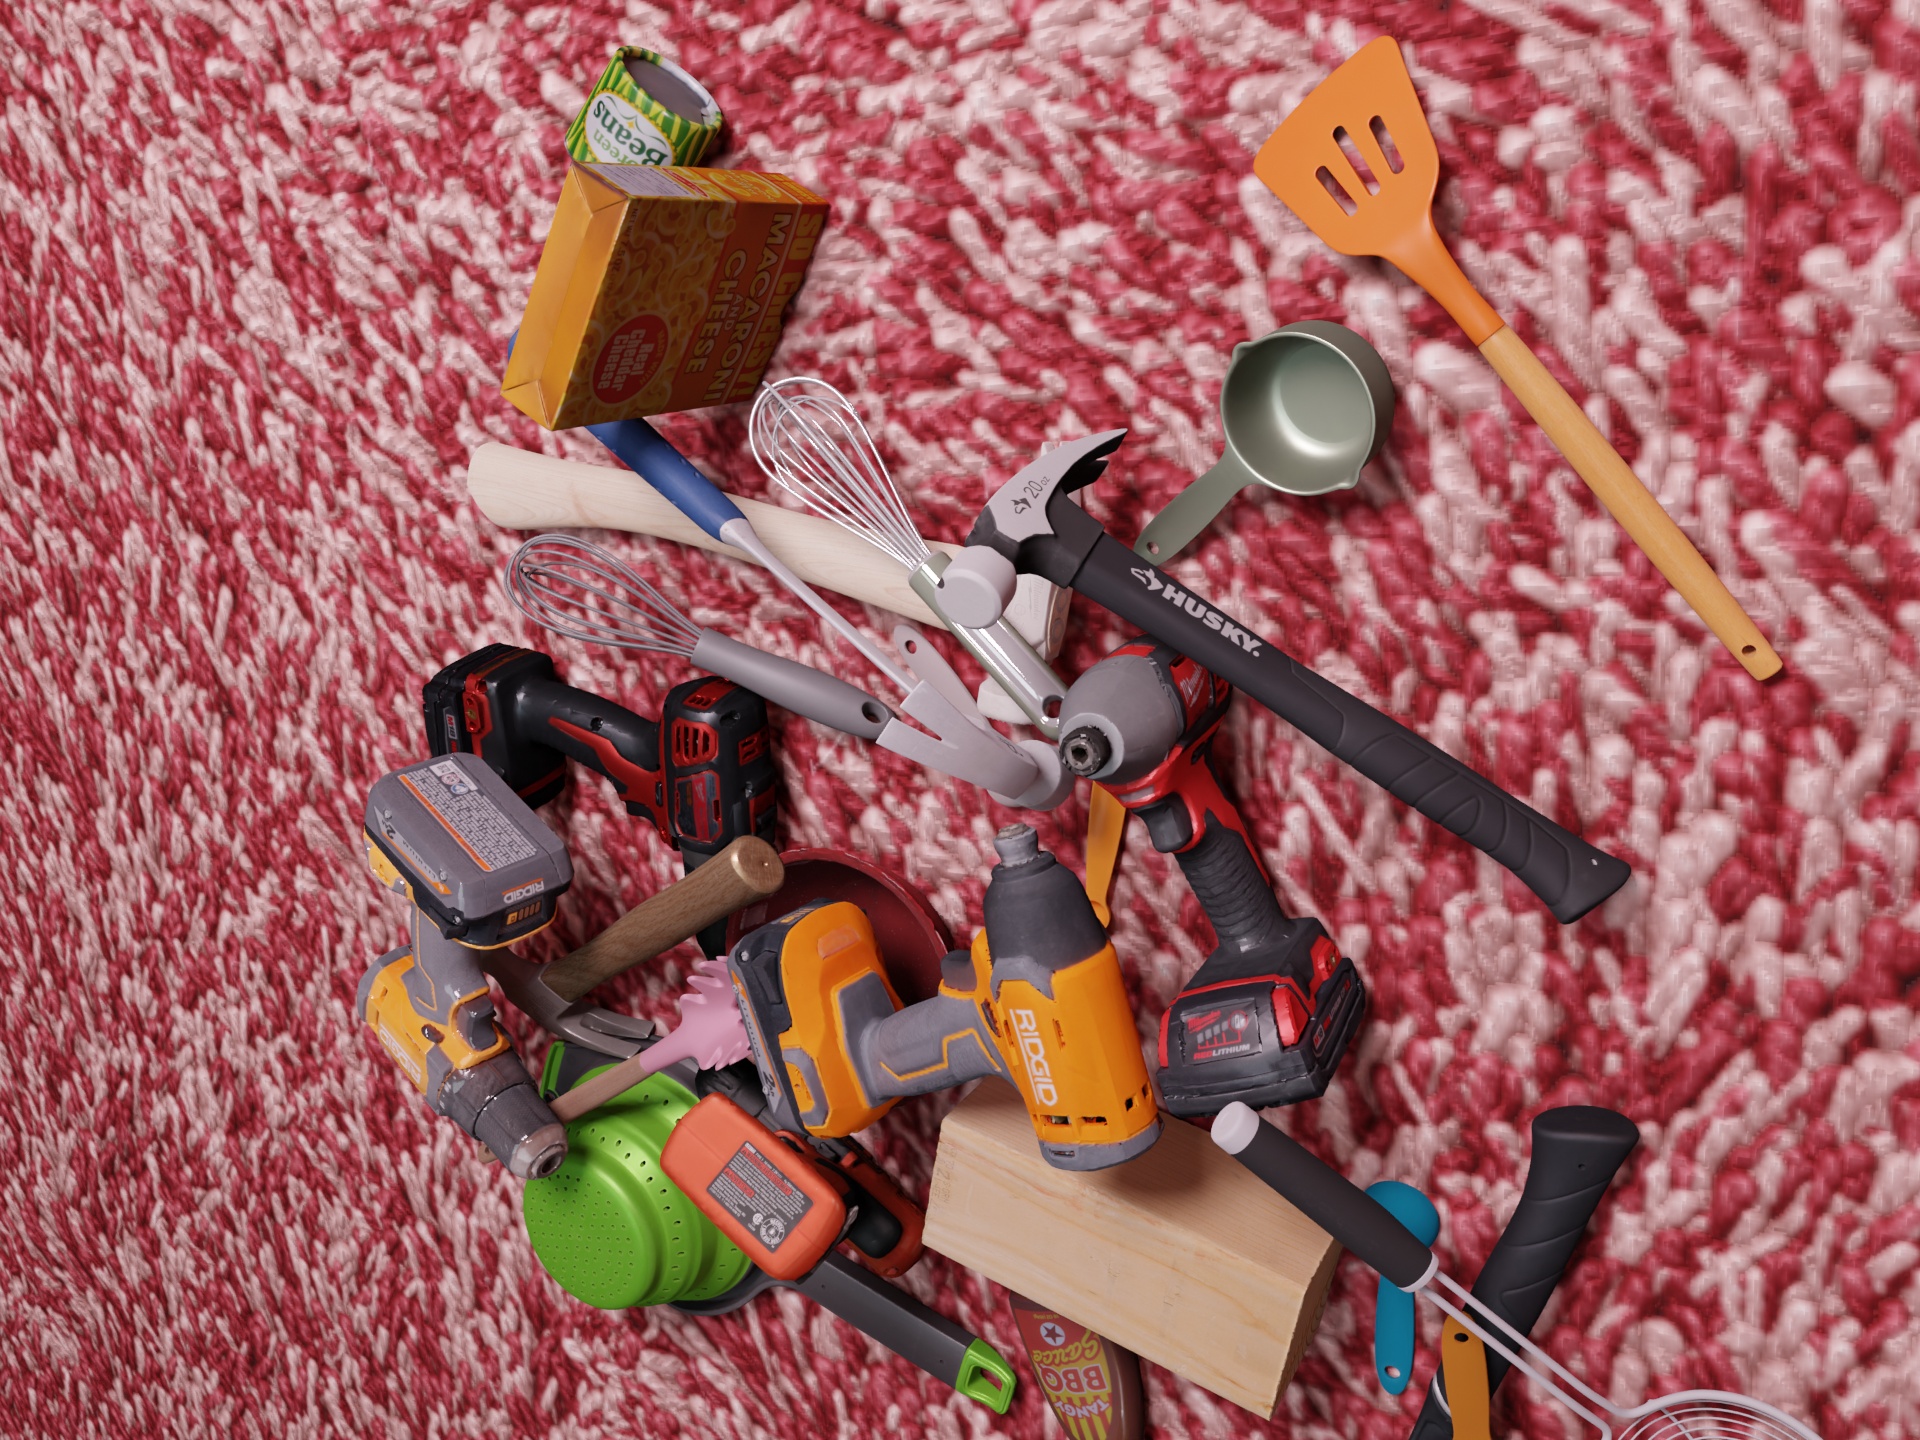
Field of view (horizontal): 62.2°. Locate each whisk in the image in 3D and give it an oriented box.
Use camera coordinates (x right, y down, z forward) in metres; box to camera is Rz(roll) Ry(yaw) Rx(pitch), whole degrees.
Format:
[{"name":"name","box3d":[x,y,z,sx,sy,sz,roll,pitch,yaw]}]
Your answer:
[{"name":"whisk","box3d":[-0.146,-0.044,0.901,0.239,0.055,0.055,24,117,-3]},{"name":"whisk","box3d":[-0.022,-0.084,0.806,0.058,0.059,0.246,-42,79,0]}]

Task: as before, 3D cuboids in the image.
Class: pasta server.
[{"name":"pasta server","box3d":[-0.214,0.220,0.979,0.316,0.040,0.060,-33,70,33]}]

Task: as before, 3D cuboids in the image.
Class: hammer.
[{"name":"hammer","box3d":[-0.112,-0.094,0.821,0.406,0.144,0.035,42,99,26]},{"name":"hammer","box3d":[0.158,-0.013,0.725,0.335,0.146,0.035,33,137,1]},{"name":"hammer","box3d":[-0.197,0.135,0.966,0.130,0.031,0.331,43,140,-14]},{"name":"hammer","box3d":[-0.122,-0.118,0.904,0.411,0.038,0.146,16,106,27]},{"name":"hammer","box3d":[0.253,0.370,0.823,0.149,0.036,0.408,21,112,12]}]

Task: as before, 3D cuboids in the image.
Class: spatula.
[{"name":"spatula","box3d":[0.248,-0.149,0.689,0.081,0.041,0.322,-40,87,33]}]

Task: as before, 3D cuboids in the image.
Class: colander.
[{"name":"colander","box3d":[-0.152,0.350,1.026,0.397,0.094,0.204,24,115,23]}]

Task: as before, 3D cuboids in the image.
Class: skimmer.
[{"name":"skimmer","box3d":[0.260,0.300,0.720,0.363,0.090,0.127,39,100,-10]}]

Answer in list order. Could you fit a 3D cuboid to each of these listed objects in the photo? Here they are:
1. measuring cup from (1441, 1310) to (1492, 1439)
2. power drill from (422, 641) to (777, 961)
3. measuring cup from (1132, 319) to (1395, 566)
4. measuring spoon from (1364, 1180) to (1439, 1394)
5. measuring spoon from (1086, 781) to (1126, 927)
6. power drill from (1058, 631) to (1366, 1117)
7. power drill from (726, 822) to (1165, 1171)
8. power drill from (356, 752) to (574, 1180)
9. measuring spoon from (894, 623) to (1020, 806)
[{"name":"measuring cup","box3d":[0.252,0.377,0.778,0.095,0.052,0.173,-5,107,19]},{"name":"power drill","box3d":[-0.214,0.051,0.988,0.227,0.080,0.187,12,117,23]},{"name":"measuring cup","box3d":[0.139,-0.124,0.758,0.083,0.038,0.167,50,139,3]},{"name":"measuring spoon","box3d":[0.226,0.303,0.833,0.042,0.021,0.128,6,108,29]},{"name":"measuring spoon","box3d":[0.080,0.059,0.857,0.021,0.011,0.117,15,108,28]},{"name":"power drill","box3d":[0.112,0.069,0.762,0.078,0.143,0.219,-18,97,30]},{"name":"power drill","box3d":[-0.013,0.137,0.805,0.226,0.084,0.164,-9,100,42]},{"name":"power drill","box3d":[-0.293,0.157,0.962,0.185,0.084,0.226,39,129,28]},{"name":"measuring spoon","box3d":[-0.001,-0.003,0.879,0.034,0.018,0.124,-43,80,33]}]
